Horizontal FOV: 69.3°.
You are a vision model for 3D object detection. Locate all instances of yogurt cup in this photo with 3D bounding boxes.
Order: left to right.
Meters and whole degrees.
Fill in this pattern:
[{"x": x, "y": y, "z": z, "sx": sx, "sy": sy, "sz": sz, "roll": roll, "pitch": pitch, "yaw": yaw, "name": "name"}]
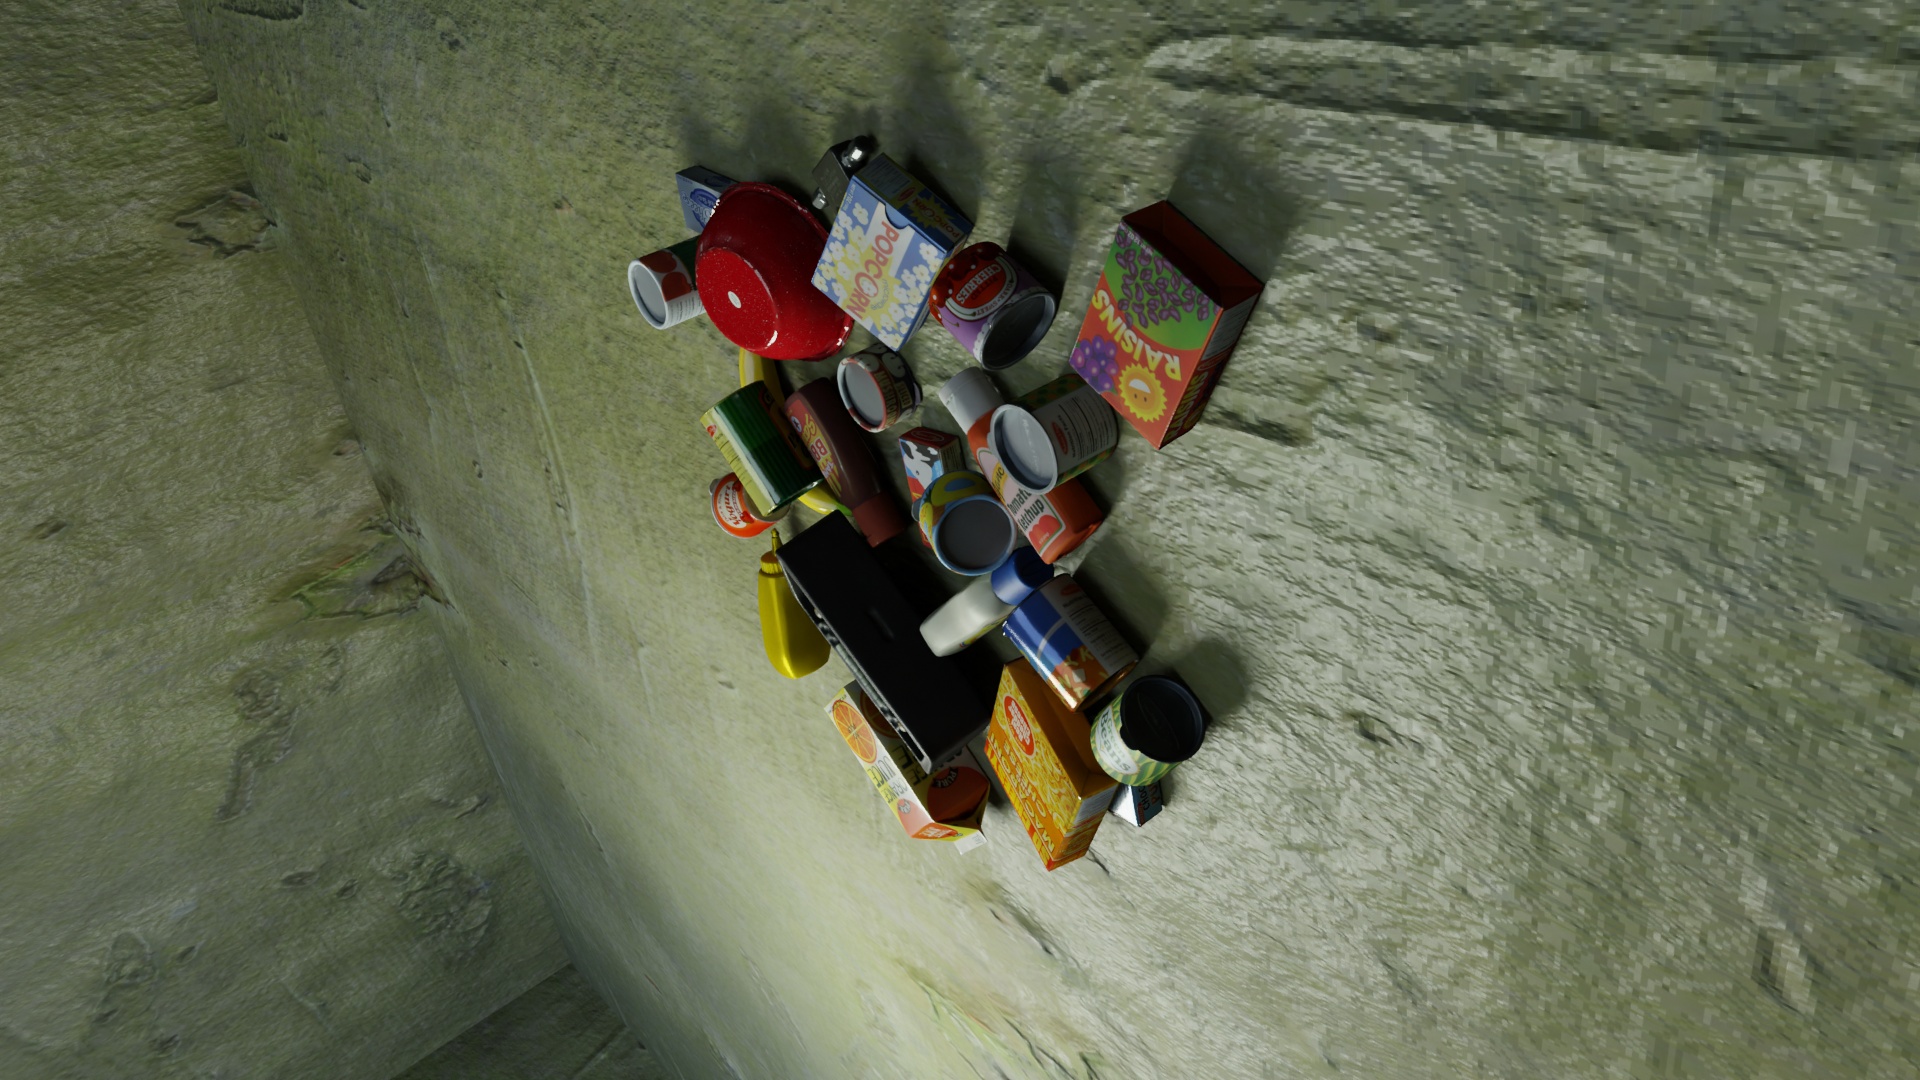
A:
[{"x": -0.202, "y": -0.039, "z": 1.361, "sx": 0.054, "sy": 0.073, "sz": 0.072, "roll": -16, "pitch": 102, "yaw": 51, "name": "yogurt cup"}]

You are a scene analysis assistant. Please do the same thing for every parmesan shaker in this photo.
[{"x": -0.174, "y": -0.081, "z": 1.229, "sx": 0.103, "sy": 0.071, "sz": 0.071, "roll": 57, "pitch": 150, "yaw": -1, "name": "parmesan shaker"}]

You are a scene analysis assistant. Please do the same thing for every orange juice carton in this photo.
[{"x": -0.041, "y": 0.211, "z": 1.318, "sx": 0.193, "sy": 0.073, "sz": 0.071, "roll": 55, "pitch": 149, "yaw": 9, "name": "orange juice carton"}]

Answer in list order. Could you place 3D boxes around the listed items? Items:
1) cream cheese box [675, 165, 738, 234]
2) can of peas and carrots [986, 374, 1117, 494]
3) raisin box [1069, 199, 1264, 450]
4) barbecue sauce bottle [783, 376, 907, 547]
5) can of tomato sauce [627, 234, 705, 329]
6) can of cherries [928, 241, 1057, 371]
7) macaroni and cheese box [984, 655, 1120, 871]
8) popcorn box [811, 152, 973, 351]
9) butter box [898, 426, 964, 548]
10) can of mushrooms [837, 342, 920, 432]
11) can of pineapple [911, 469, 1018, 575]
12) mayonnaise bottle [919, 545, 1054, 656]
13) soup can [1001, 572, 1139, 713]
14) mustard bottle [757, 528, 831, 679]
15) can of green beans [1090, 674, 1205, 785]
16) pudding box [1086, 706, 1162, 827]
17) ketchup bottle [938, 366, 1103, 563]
[{"x": -0.205, "y": -0.284, "z": 1.198, "sx": 0.104, "sy": 0.024, "sz": 0.053, "roll": 31, "pitch": 140, "yaw": 41, "name": "cream cheese box"}, {"x": 0.062, "y": -0.073, "z": 0.942, "sx": 0.071, "sy": 0.059, "sz": 0.070, "roll": 37, "pitch": 142, "yaw": 36, "name": "can of peas and carrots"}, {"x": 0.119, "y": -0.126, "z": 0.830, "sx": 0.086, "sy": 0.040, "sz": 0.122, "roll": 47, "pitch": 148, "yaw": 21, "name": "raisin box"}, {"x": -0.097, "y": -0.066, "z": 1.200, "sx": 0.148, "sy": 0.044, "sz": 0.064, "roll": 59, "pitch": 158, "yaw": 2, "name": "barbecue sauce bottle"}, {"x": -0.245, "y": -0.234, "z": 1.240, "sx": 0.071, "sy": 0.083, "sz": 0.070, "roll": 36, "pitch": 141, "yaw": 35, "name": "can of tomato sauce"}, {"x": 0.021, "y": -0.157, "z": 0.922, "sx": 0.058, "sy": 0.072, "sz": 0.071, "roll": 47, "pitch": 147, "yaw": 23, "name": "can of cherries"}, {"x": 0.071, "y": 0.179, "z": 1.116, "sx": 0.124, "sy": 0.040, "sz": 0.165, "roll": 61, "pitch": 161, "yaw": 27, "name": "macaroni and cheese box"}, {"x": -0.051, "y": -0.205, "z": 1.000, "sx": 0.085, "sy": 0.038, "sz": 0.126, "roll": 40, "pitch": 147, "yaw": 3, "name": "popcorn box"}, {"x": -0.016, "y": -0.038, "z": 1.121, "sx": 0.053, "sy": 0.024, "sz": 0.103, "roll": 20, "pitch": 131, "yaw": 47, "name": "butter box"}, {"x": -0.066, "y": -0.122, "z": 1.117, "sx": 0.071, "sy": 0.033, "sz": 0.070, "roll": 36, "pitch": 141, "yaw": 36, "name": "can of mushrooms"}, {"x": 0.004, "y": -0.013, "z": 1.049, "sx": 0.058, "sy": 0.071, "sz": 0.070, "roll": -121, "pitch": 15, "yaw": -66, "name": "can of pineapple"}, {"x": 0.024, "y": 0.047, "z": 1.099, "sx": 0.041, "sy": 0.065, "sz": 0.147, "roll": 58, "pitch": 146, "yaw": 6, "name": "mayonnaise bottle"}, {"x": 0.080, "y": 0.078, "z": 1.030, "sx": 0.084, "sy": 0.071, "sz": 0.071, "roll": 50, "pitch": 148, "yaw": 17, "name": "soup can"}, {"x": -0.173, "y": 0.059, "z": 1.403, "sx": 0.049, "sy": 0.065, "sz": 0.159, "roll": 15, "pitch": 121, "yaw": 44, "name": "mustard bottle"}, {"x": 0.134, "y": 0.138, "z": 1.002, "sx": 0.071, "sy": 0.071, "sz": 0.057, "roll": 53, "pitch": 149, "yaw": 12, "name": "can of green beans"}, {"x": 0.126, "y": 0.176, "z": 1.082, "sx": 0.050, "sy": 0.030, "sz": 0.083, "roll": 22, "pitch": 132, "yaw": 48, "name": "pudding box"}, {"x": 0.041, "y": -0.058, "z": 1.001, "sx": 0.149, "sy": 0.044, "sz": 0.064, "roll": 55, "pitch": 149, "yaw": 11, "name": "ketchup bottle"}]
